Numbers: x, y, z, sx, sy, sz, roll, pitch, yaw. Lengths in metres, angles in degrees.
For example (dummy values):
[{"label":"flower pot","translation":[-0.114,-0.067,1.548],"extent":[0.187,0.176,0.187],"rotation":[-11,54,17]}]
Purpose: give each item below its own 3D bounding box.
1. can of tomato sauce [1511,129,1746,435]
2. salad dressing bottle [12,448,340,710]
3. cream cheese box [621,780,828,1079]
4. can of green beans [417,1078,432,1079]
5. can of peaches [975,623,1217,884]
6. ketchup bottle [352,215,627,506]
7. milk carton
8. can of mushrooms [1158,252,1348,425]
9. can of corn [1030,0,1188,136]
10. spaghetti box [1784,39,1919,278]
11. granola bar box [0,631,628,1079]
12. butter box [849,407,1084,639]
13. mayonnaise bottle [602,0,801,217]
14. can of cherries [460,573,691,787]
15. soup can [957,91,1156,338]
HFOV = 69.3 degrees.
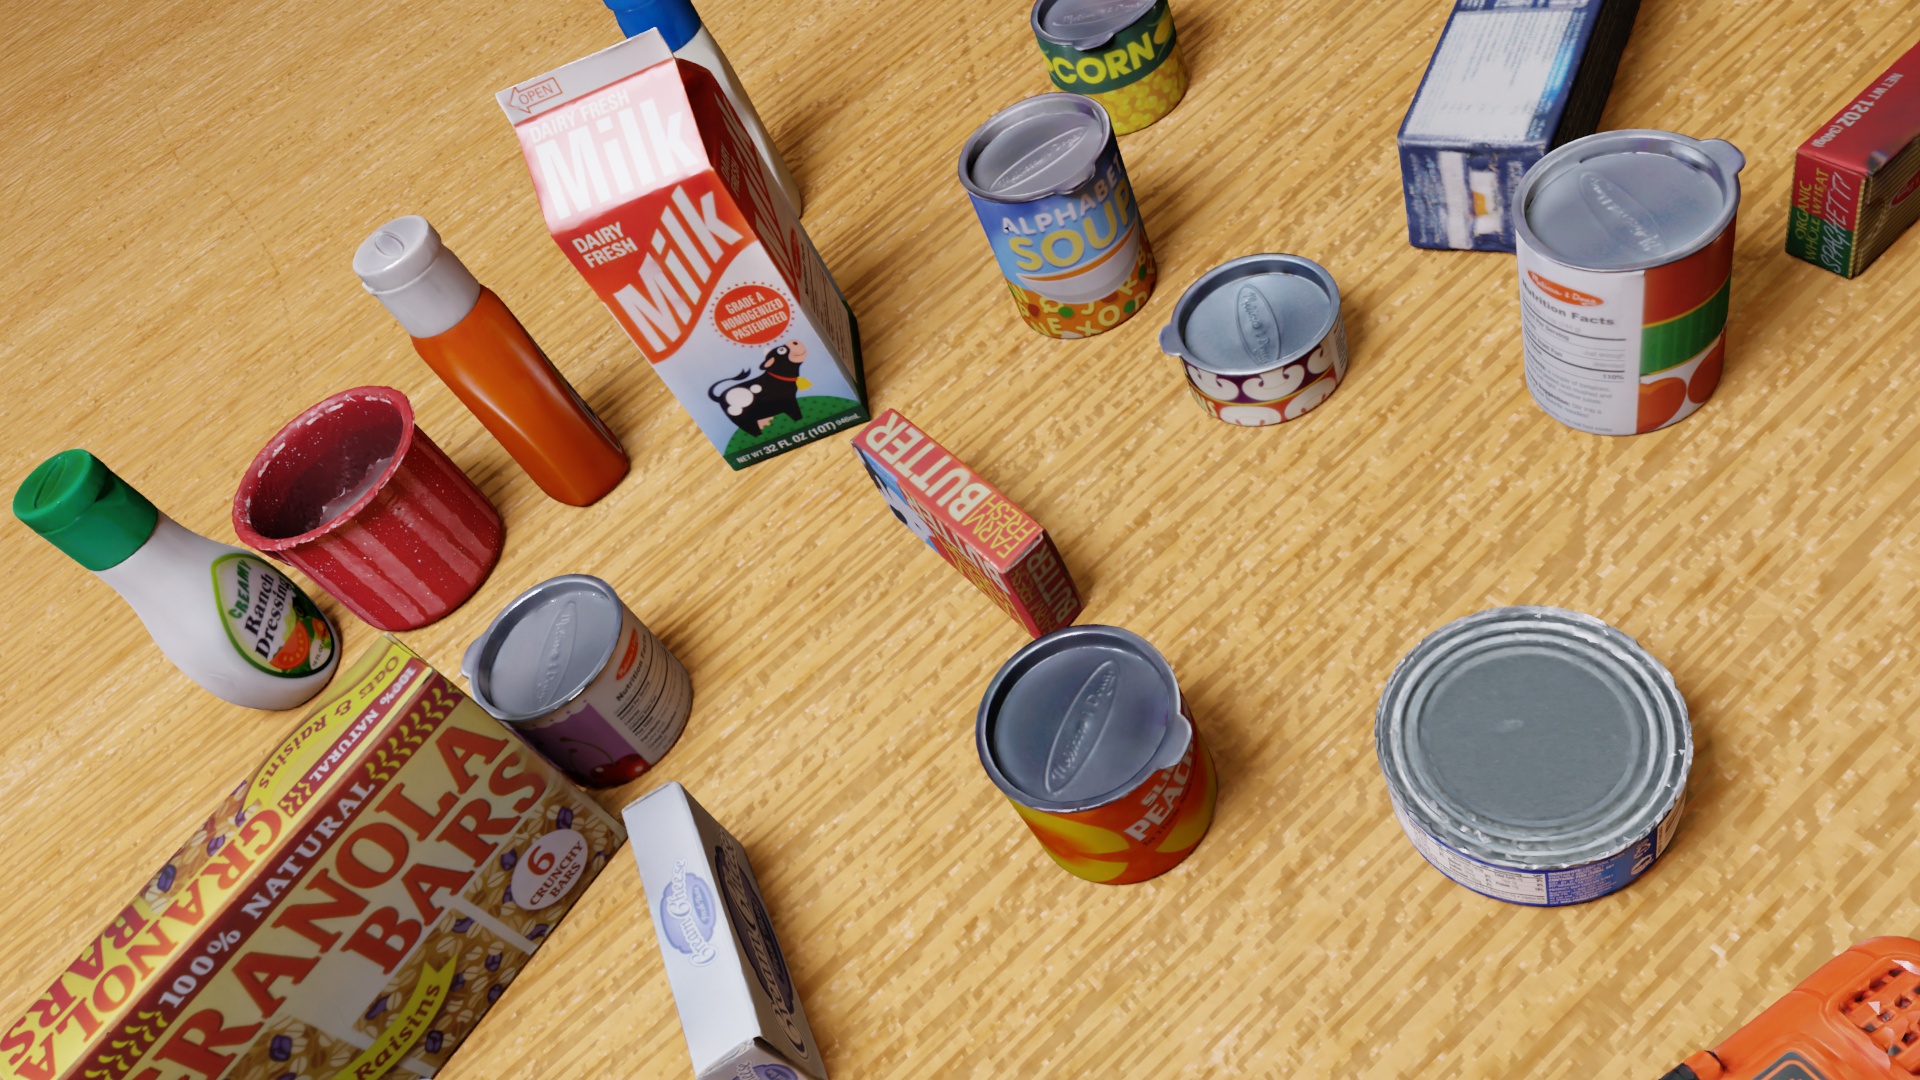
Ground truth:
[{"label":"can of tomato sauce","translation":[0.228,-0.087,0.475],"extent":[0.071,0.082,0.071],"rotation":[-13,50,16]},{"label":"salad dressing bottle","translation":[-0.337,0.020,0.605],"extent":[0.044,0.147,0.064],"rotation":[-16,49,13]},{"label":"cream cheese box","translation":[-0.079,0.134,0.459],"extent":[0.024,0.053,0.104],"rotation":[-31,47,0]},{"label":"can of green beans","translation":[-0.172,0.214,0.436],"extent":[0.071,0.057,0.071],"rotation":[-13,50,16]},{"label":"can of peaches","translation":[0.047,0.071,0.449],"extent":[0.071,0.058,0.071],"rotation":[-13,50,16]},{"label":"ketchup bottle","translation":[-0.210,-0.078,0.624],"extent":[0.043,0.148,0.065],"rotation":[-44,49,-12]},{"label":"milk carton","translation":[-0.110,-0.123,0.586],"extent":[0.072,0.189,0.074],"rotation":[-19,49,10]},{"label":"can of mushrooms","translation":[0.117,-0.079,0.553],"extent":[0.071,0.033,0.071],"rotation":[-13,50,15]},{"label":"can of corn","translation":[0.074,-0.240,0.684],"extent":[0.071,0.058,0.071],"rotation":[-13,50,16]},{"label":"spaghetti box","translation":[0.394,-0.191,0.503],"extent":[0.250,0.050,0.029],"rotation":[-40,48,-9]},{"label":"granola bar box","translation":[-0.207,0.132,0.472],"extent":[0.039,0.123,0.166],"rotation":[23,66,37]},{"label":"butter box","translation":[0.002,-0.007,0.534],"extent":[0.024,0.053,0.104],"rotation":[-41,48,-10]},{"label":"mayonnaise bottle","translation":[-0.131,-0.225,0.705],"extent":[0.041,0.147,0.065],"rotation":[-29,47,1]},{"label":"can of cherries","translation":[-0.151,0.056,0.551],"extent":[0.071,0.058,0.072],"rotation":[-13,50,16]},{"label":"soup can","translation":[0.045,-0.136,0.597],"extent":[0.071,0.083,0.072],"rotation":[-13,50,16]}]
